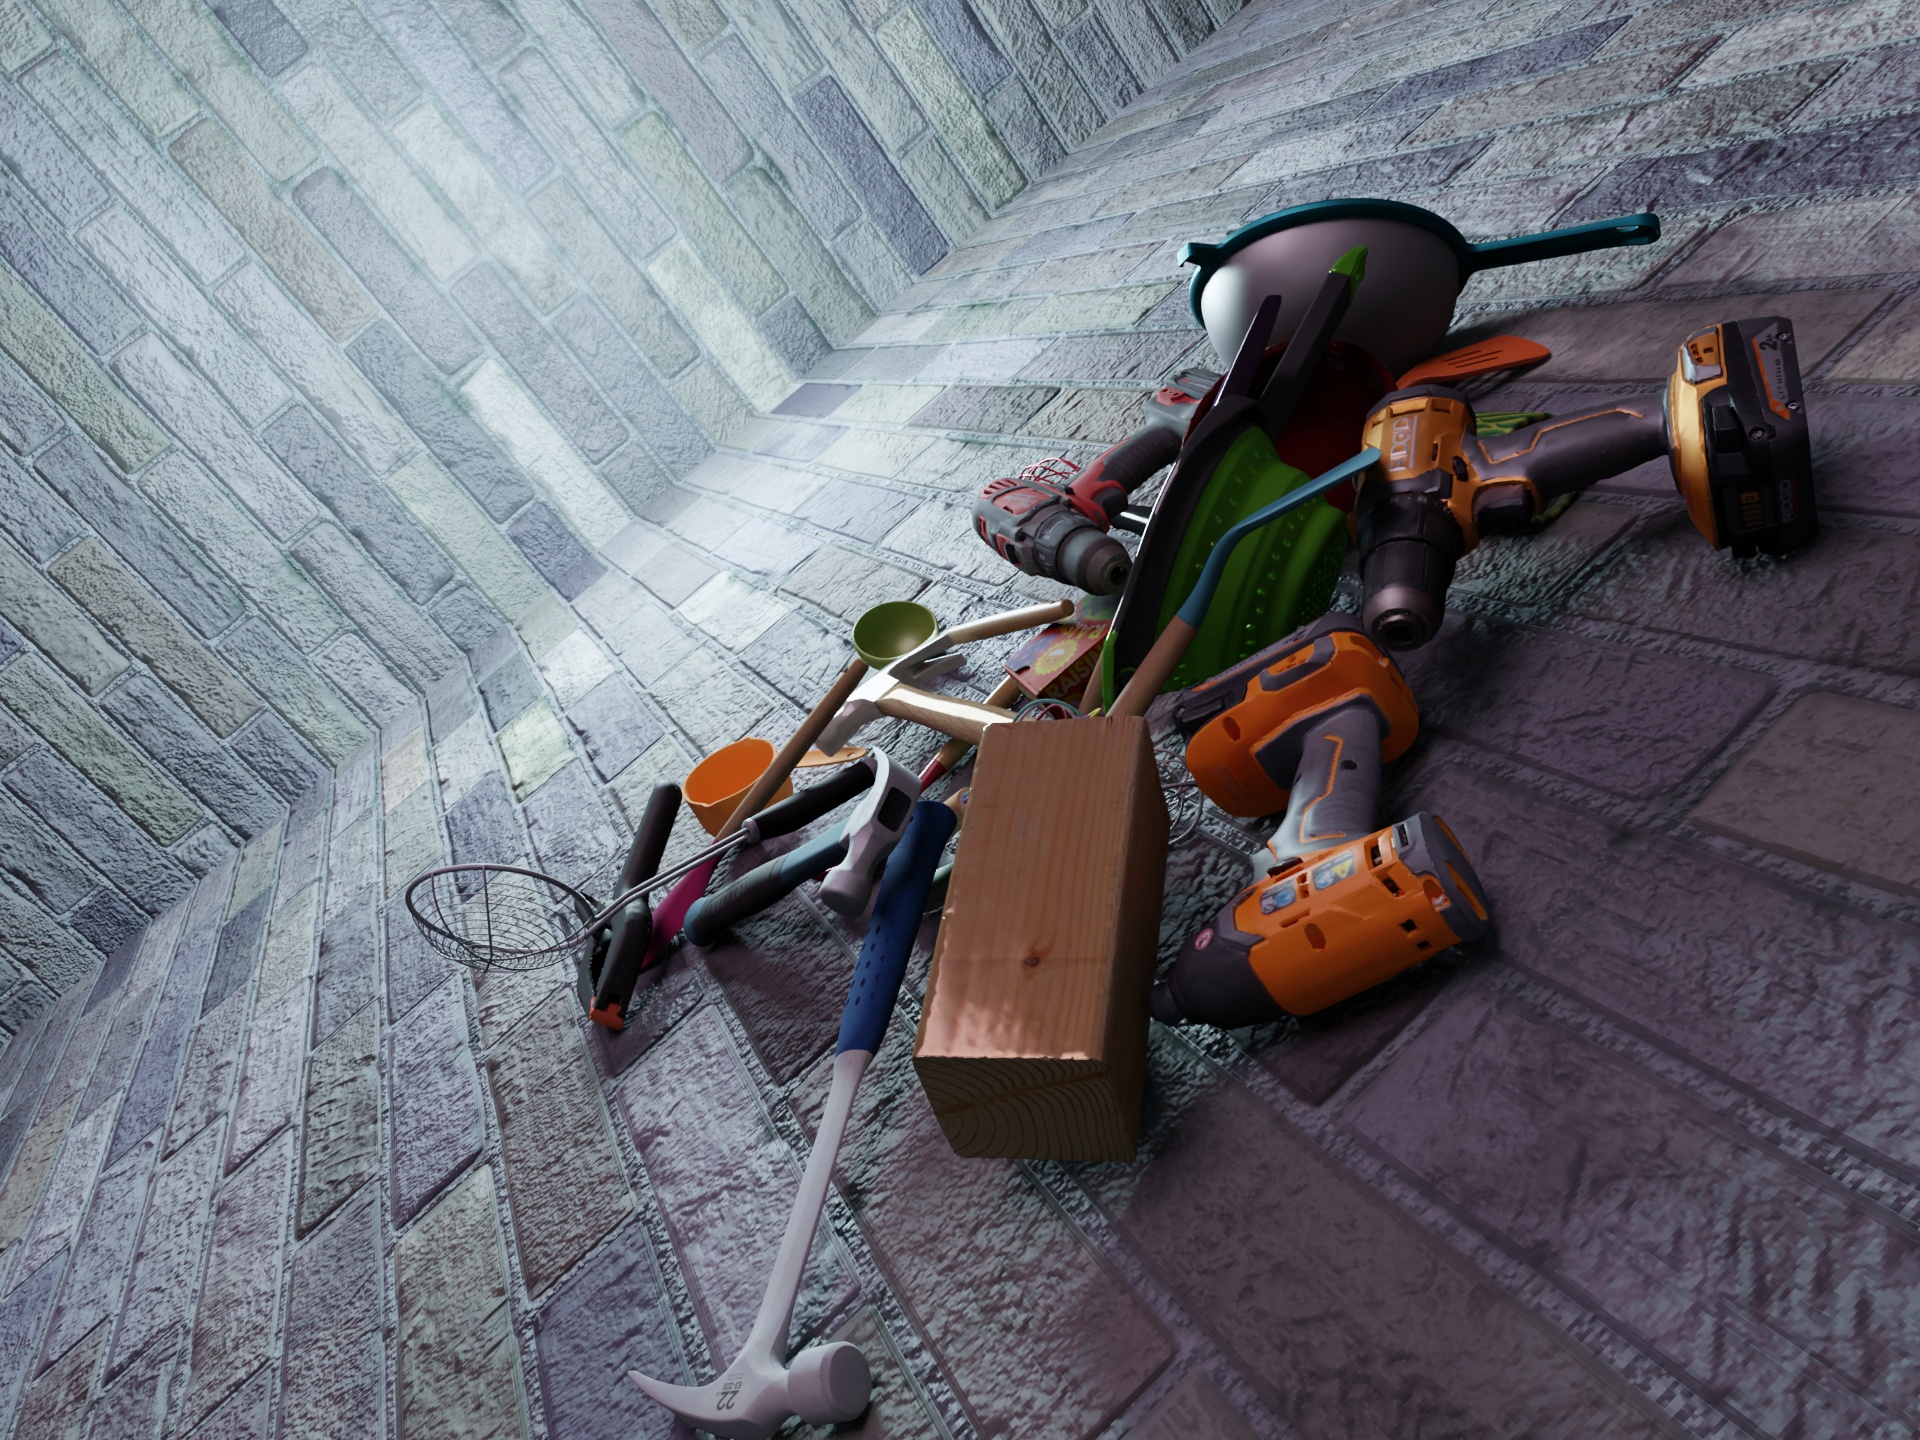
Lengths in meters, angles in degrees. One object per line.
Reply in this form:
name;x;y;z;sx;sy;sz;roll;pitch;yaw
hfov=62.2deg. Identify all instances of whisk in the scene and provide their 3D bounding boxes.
whisk;0.015;0.046;1.026;0.245;0.051;0.047;-39;28;51
whisk;0.124;-0.175;1.345;0.073;0.073;0.296;-43;29;-11
whisk;0.047;0.079;0.984;0.246;0.059;0.057;-27;-12;35

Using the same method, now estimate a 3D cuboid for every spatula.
spatula;0.142;-0.131;1.051;0.060;0.018;0.315;-27;-36;-61
spatula;0.122;-0.028;0.888;0.317;0.044;0.082;-57;-1;17
spatula;0.279;-0.187;1.170;0.322;0.041;0.081;-39;21;10

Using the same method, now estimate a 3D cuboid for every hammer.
hammer;-0.121;0.107;1.098;0.331;0.033;0.128;-32;26;55
hammer;-0.002;-0.004;1.169;0.130;0.031;0.331;-42;23;-16
hammer;-0.067;0.199;0.889;0.144;0.035;0.406;-25;31;32

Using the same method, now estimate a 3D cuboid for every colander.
colander;0.215;-0.153;1.012;0.094;0.204;0.397;22;64;19

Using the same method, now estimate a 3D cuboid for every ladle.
ladle;-0.001;0.016;1.201;0.315;0.031;0.069;-46;23;-23
ladle;0.000;-0.082;1.301;0.078;0.062;0.320;-37;13;-24

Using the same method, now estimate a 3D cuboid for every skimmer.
skimmer;-0.221;0.085;1.178;0.363;0.090;0.127;-27;-21;-33

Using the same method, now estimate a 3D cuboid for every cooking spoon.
cooking spoon;-0.174;0.077;1.265;0.319;0.017;0.069;-51;21;9

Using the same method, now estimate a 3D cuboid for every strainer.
strainer;0.341;-0.303;1.187;0.340;0.210;0.095;-6;72;22

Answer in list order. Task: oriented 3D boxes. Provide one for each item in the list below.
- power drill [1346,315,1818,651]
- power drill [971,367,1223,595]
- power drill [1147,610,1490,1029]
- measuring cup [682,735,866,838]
power drill;0.315;-0.118;0.828;0.226;0.084;0.185;-7;43;28
power drill;0.137;-0.175;1.212;0.226;0.080;0.188;-30;32;-13
power drill;0.164;0.055;0.800;0.164;0.084;0.227;-31;26;23
measuring cup;-0.147;0.055;1.330;0.173;0.052;0.095;-9;33;24
